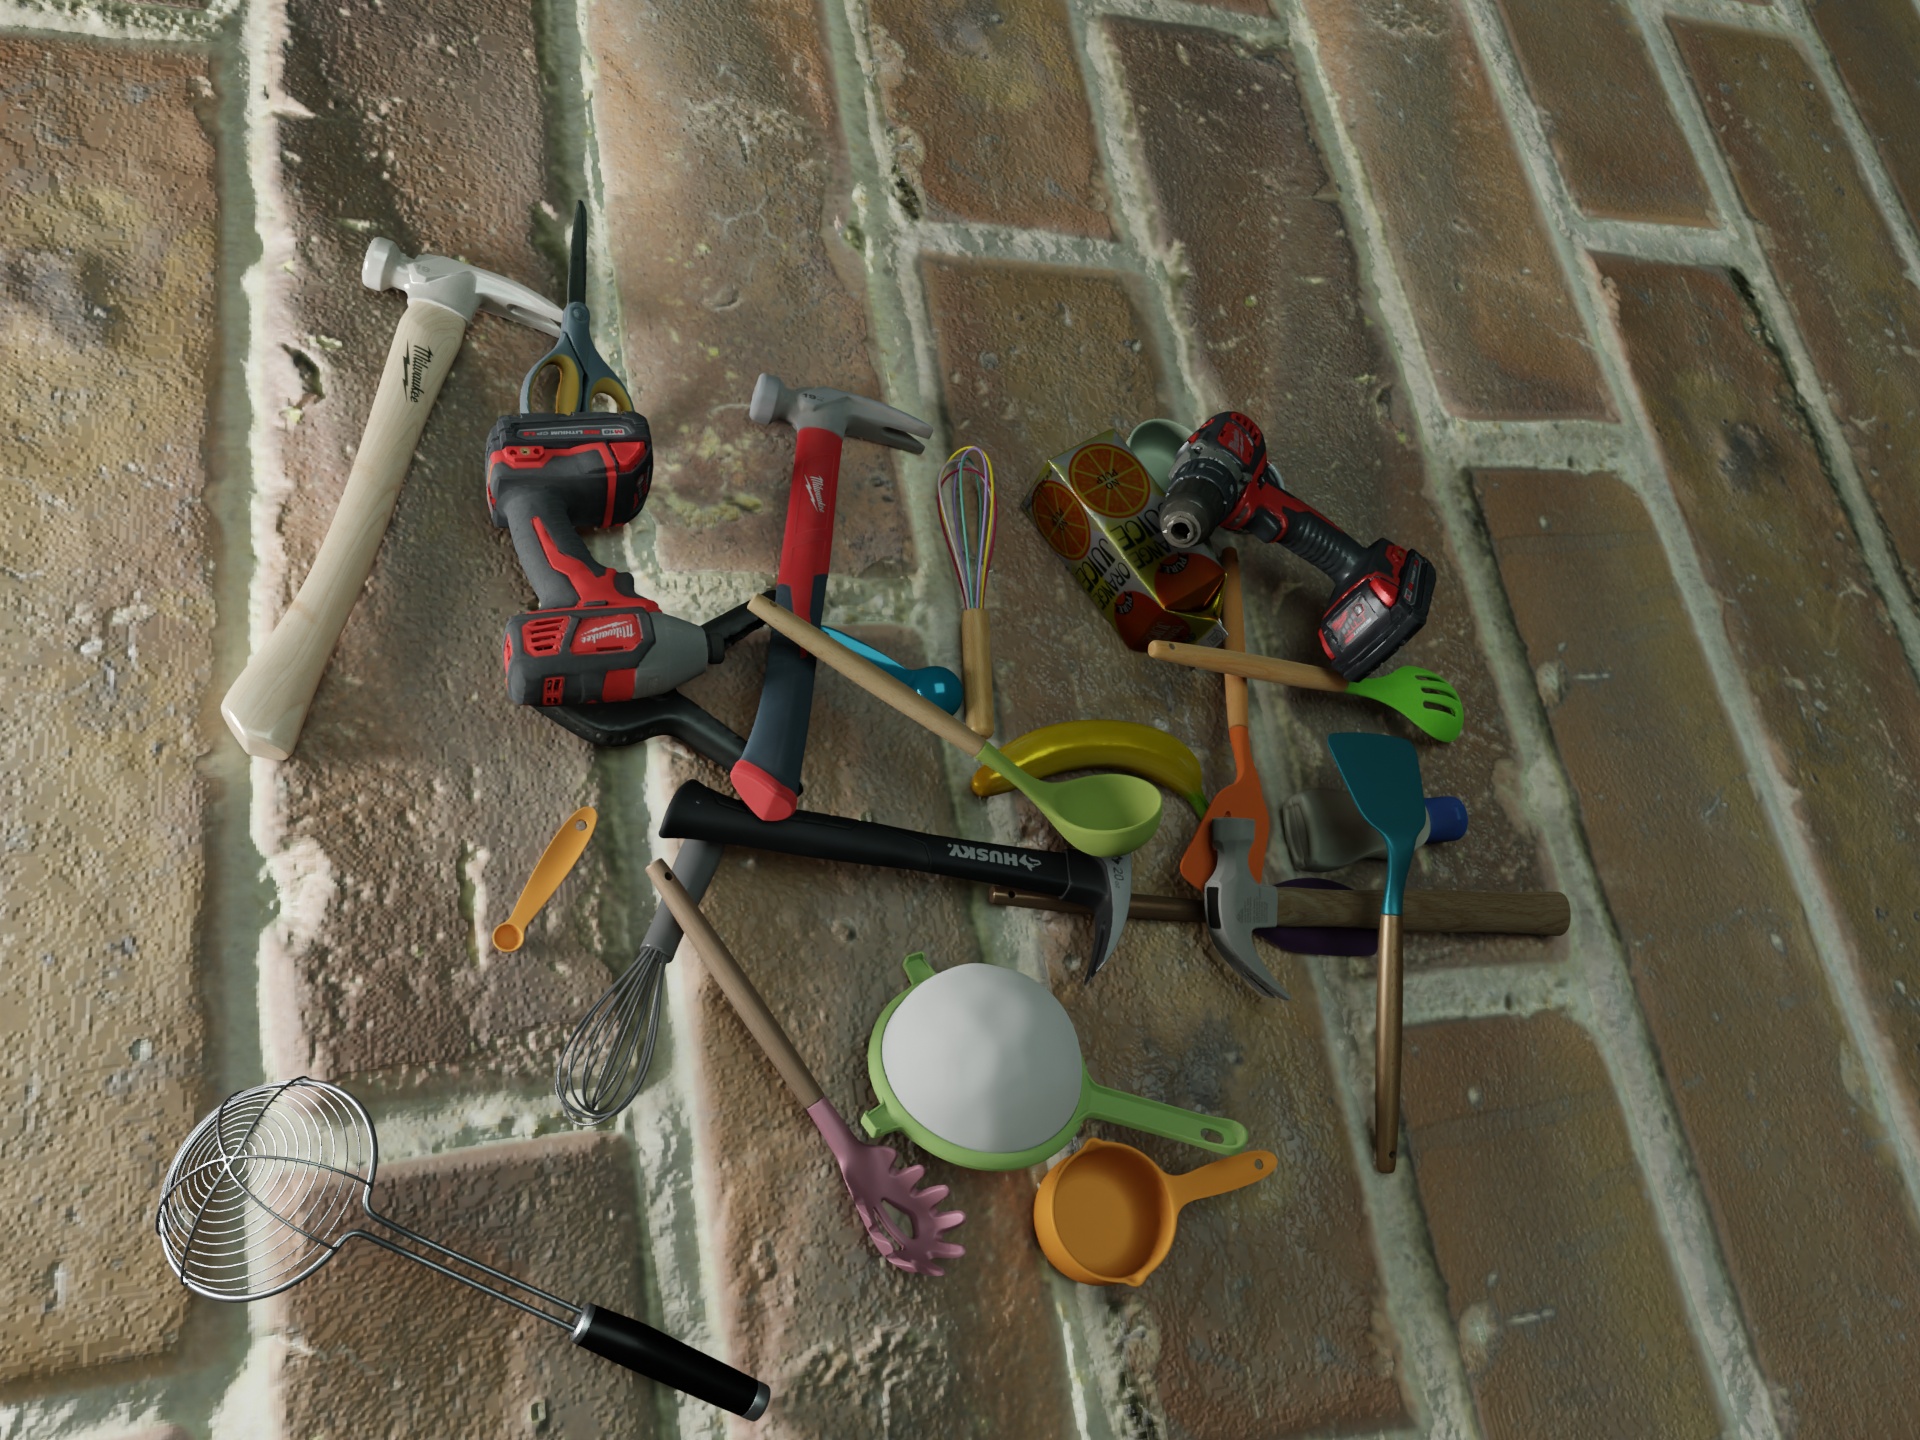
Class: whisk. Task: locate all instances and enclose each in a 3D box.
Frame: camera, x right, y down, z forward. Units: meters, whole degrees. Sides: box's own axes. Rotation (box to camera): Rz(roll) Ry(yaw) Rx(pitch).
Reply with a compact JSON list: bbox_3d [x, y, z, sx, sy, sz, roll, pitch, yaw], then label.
[{"bbox_3d":[-0.199,0.151,1.031,0.055,0.055,0.239,25,55,-7],"label":"whisk"},{"bbox_3d":[0.008,-0.101,1.226,0.047,0.051,0.245,-5,70,6],"label":"whisk"}]

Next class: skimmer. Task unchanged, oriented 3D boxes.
[{"bbox_3d":[-0.281,0.326,0.927,0.363,0.090,0.127,31,59,-15],"label":"skimmer"}]

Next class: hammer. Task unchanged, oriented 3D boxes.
[{"bbox_3d":[-0.038,0.093,1.088,0.334,0.035,0.146,10,49,-17],"label":"hammer"},{"bbox_3d":[-0.401,-0.157,1.108,0.146,0.038,0.411,17,62,-13],"label":"hammer"},{"bbox_3d":[0.330,0.146,1.205,0.331,0.031,0.130,5,85,-24],"label":"hammer"},{"bbox_3d":[-0.099,-0.095,1.148,0.143,0.038,0.387,13,53,-14],"label":"hammer"}]

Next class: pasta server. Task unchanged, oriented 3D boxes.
[{"bbox_3d":[-0.104,0.218,1.013,0.060,0.040,0.316,-33,88,-45],"label":"pasta server"}]

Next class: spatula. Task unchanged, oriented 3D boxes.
[{"bbox_3d":[0.308,0.167,1.161,0.082,0.044,0.317,4,86,-26],"label":"spatula"},{"bbox_3d":[0.171,0.139,1.178,0.315,0.018,0.060,6,70,-18],"label":"spatula"},{"bbox_3d":[0.209,-0.008,1.243,0.081,0.041,0.323,28,48,-29],"label":"spatula"}]

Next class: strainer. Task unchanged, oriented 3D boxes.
[{"bbox_3d":[0.070,0.224,1.031,0.256,0.069,0.152,16,40,0],"label":"strainer"}]

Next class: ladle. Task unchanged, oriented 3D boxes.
[{"bbox_3d":[-0.002,-0.003,1.089,0.320,0.062,0.078,33,28,-9],"label":"ladle"}]

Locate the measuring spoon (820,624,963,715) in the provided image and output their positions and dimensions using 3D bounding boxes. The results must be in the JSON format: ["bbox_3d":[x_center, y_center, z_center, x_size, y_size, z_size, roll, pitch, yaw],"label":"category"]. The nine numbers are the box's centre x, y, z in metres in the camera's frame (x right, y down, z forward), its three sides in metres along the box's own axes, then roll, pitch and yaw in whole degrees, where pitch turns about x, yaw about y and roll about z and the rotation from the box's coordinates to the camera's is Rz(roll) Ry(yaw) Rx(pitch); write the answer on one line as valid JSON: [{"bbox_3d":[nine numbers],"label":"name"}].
[{"bbox_3d":[-0.058,-0.039,1.173,0.128,0.021,0.042,26,90,-2],"label":"measuring spoon"}]

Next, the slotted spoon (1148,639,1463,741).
[{"bbox_3d":[0.283,-0.032,1.261,0.313,0.031,0.070,9,55,-25],"label":"slotted spoon"}]

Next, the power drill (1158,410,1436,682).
[{"bbox_3d":[0.254,-0.134,1.238,0.226,0.080,0.188,39,37,-3],"label":"power drill"}]

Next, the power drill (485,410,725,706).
[{"bbox_3d":[-0.247,-0.108,1.087,0.143,0.078,0.220,-5,56,-20],"label":"power drill"}]

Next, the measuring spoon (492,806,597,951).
[{"bbox_3d":[-0.272,0.104,1.046,0.021,0.011,0.117,29,56,-4],"label":"measuring spoon"}]

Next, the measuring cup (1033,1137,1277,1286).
[{"bbox_3d":[0.129,0.319,1.061,0.173,0.052,0.095,-9,69,-25],"label":"measuring cup"}]

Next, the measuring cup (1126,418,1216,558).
[{"bbox_3d":[0.180,-0.169,1.316,0.083,0.038,0.168,-8,71,-22],"label":"measuring cup"}]
